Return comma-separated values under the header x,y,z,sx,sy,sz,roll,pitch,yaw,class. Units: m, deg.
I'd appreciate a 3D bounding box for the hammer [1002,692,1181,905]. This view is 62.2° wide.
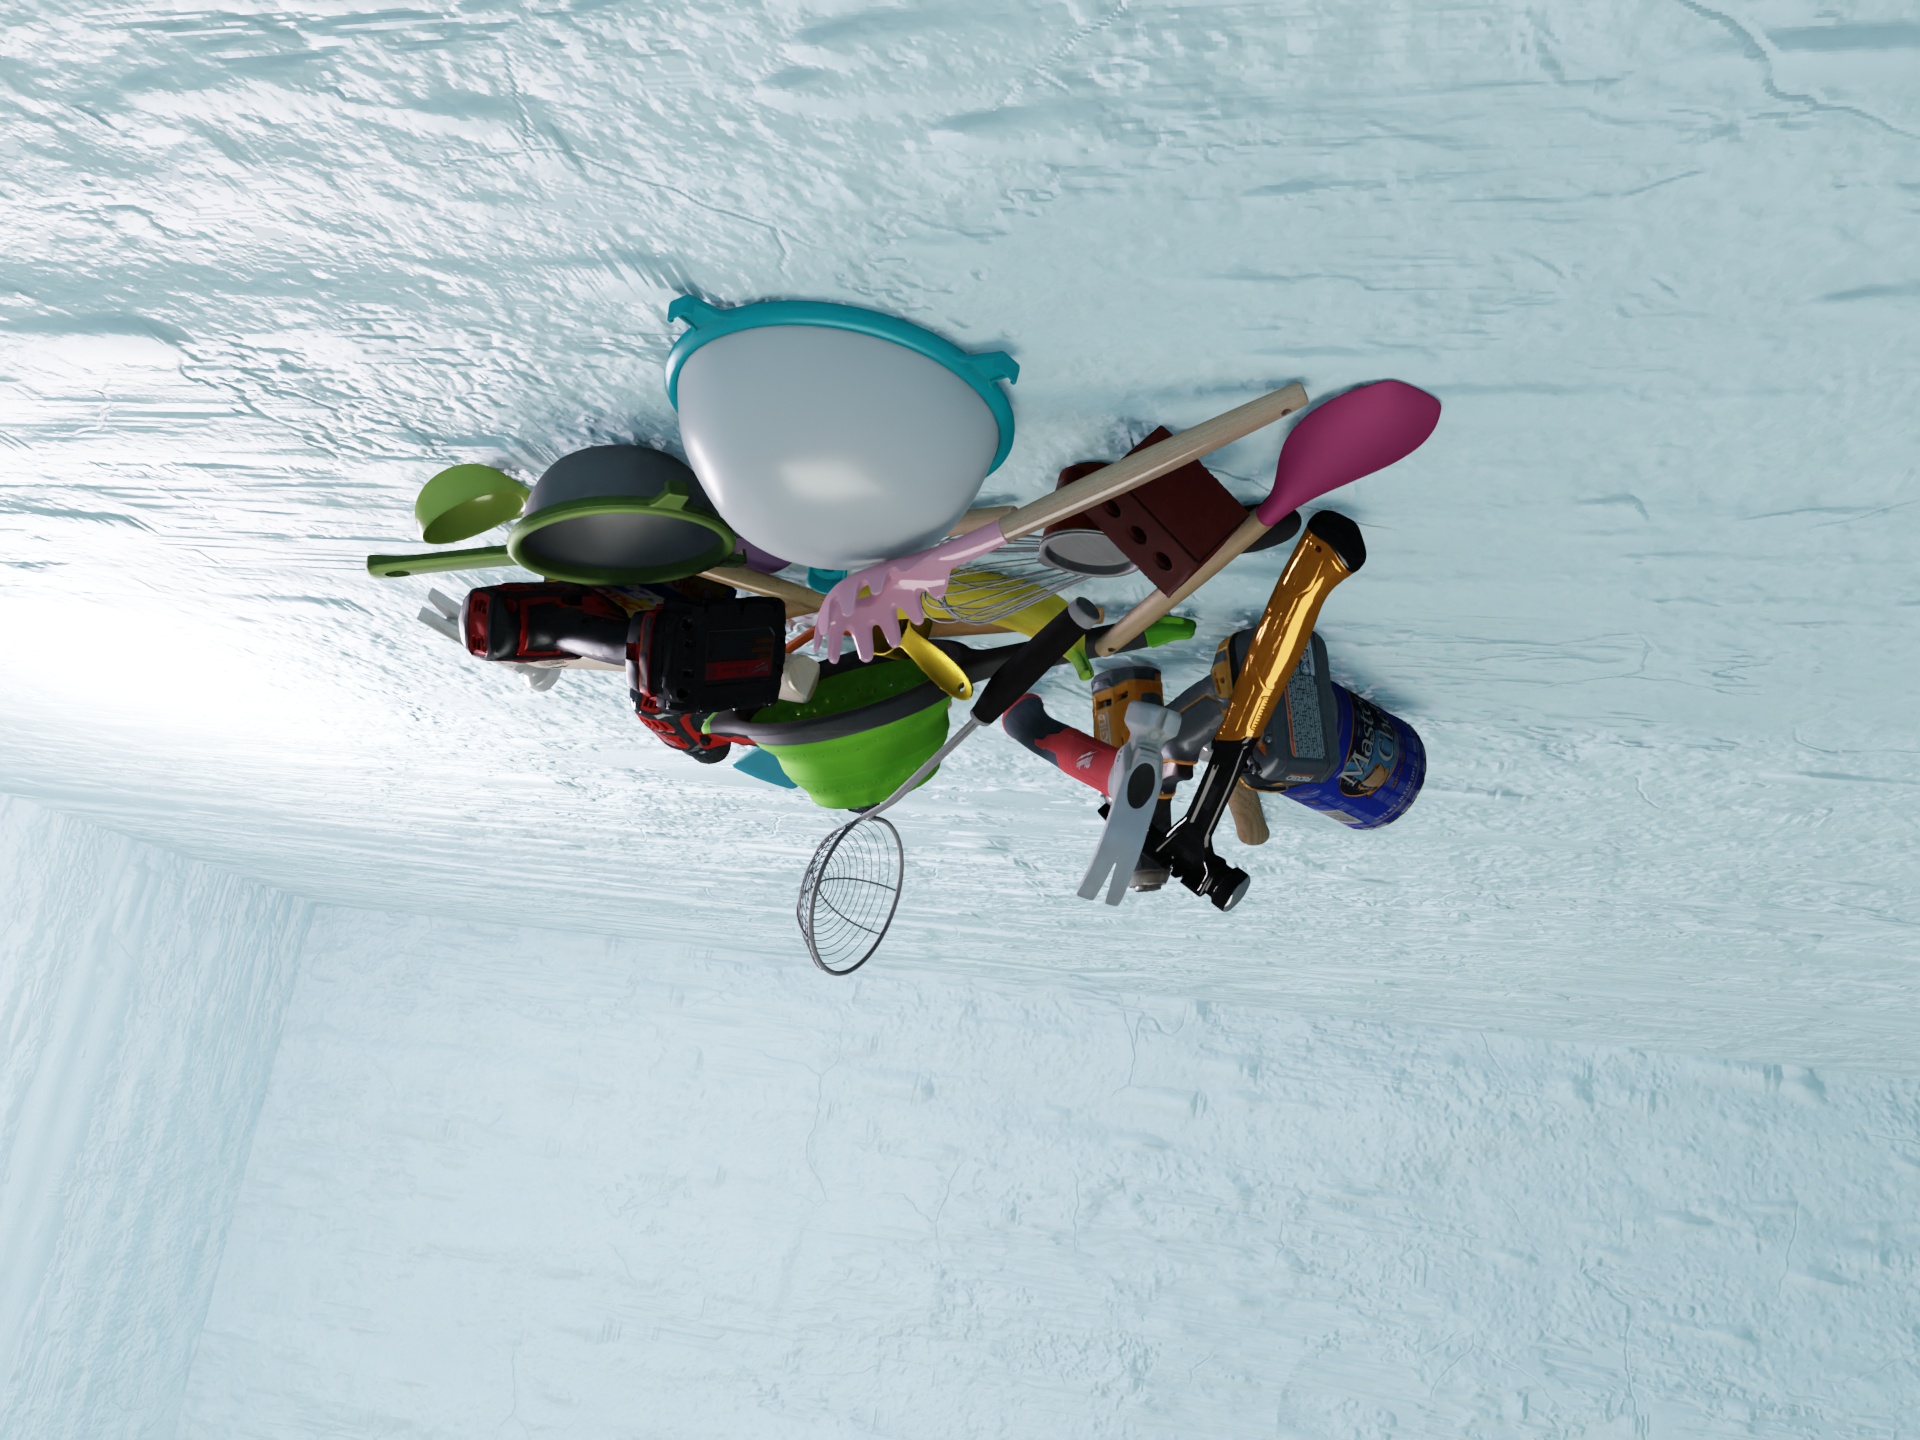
x,y,z,sx,sy,sz,roll,pitch,yaw,class
0.084,0.039,1.273,0.038,0.143,0.386,16,-177,-12,hammer

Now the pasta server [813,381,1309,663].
x,y,z,sx,sy,sz,roll,pitch,yaw,class
0.051,-0.113,0.910,0.316,0.040,0.060,-23,155,18,pasta server

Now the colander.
x,y,z,sx,sy,sz,roll,pitch,yaw,class
-0.002,-0.004,1.261,0.397,0.094,0.204,-11,-164,16,colander

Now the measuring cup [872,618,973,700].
x,y,z,sx,sy,sz,roll,pitch,yaw,class
-0.022,-0.052,1.200,0.029,0.062,0.157,17,-162,-39,measuring cup

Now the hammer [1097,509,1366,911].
x,y,z,sx,sy,sz,roll,pitch,yaw,class
0.195,-0.010,1.110,0.127,0.034,0.336,37,137,21,hammer

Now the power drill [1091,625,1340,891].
x,y,z,sx,sy,sz,roll,pitch,yaw,class
0.190,0.032,1.253,0.084,0.185,0.226,4,165,-34,power drill

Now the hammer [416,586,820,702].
x,y,z,sx,sy,sz,roll,pitch,yaw,class
-0.279,-0.056,1.306,0.411,0.038,0.146,6,160,40,hammer

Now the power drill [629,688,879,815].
x,y,z,sx,sy,sz,roll,pitch,yaw,class
-0.176,0.018,1.452,0.227,0.080,0.187,14,164,12,power drill

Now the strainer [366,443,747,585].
x,y,z,sx,sy,sz,roll,pitch,yaw,class
-0.280,-0.139,1.076,0.256,0.069,0.151,-5,167,8,strainer

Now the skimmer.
x,y,z,sx,sy,sz,roll,pitch,yaw,class
-0.004,0.056,1.180,0.363,0.090,0.127,-45,166,30,skimmer

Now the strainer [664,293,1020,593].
x,y,z,sx,sy,sz,roll,pitch,yaw,class
-0.085,-0.126,0.997,0.211,0.095,0.340,10,159,-3,strainer

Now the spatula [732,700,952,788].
x,y,z,sx,sy,sz,roll,pitch,yaw,class
-0.112,0.018,1.591,0.082,0.044,0.317,24,156,-33,spatula

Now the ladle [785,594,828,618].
x,y,z,sx,sy,sz,roll,pitch,yaw,class
-0.176,-0.086,1.318,0.315,0.031,0.069,-9,159,40,ladle

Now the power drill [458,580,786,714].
x,y,z,sx,sy,sz,roll,pitch,yaw,class
-0.240,-0.062,1.155,0.220,0.078,0.143,11,-170,31,power drill

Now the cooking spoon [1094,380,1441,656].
x,y,z,sx,sy,sz,roll,pitch,yaw,class
0.172,-0.113,0.979,0.068,0.017,0.319,18,149,-22,cooking spoon

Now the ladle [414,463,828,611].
x,y,z,sx,sy,sz,roll,pitch,yaw,class
-0.235,-0.117,1.167,0.320,0.062,0.078,17,157,-19,ladle

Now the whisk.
x,y,z,sx,sy,sz,roll,pitch,yaw,class
0.092,-0.109,1.070,0.284,0.070,0.070,-7,157,30,whisk

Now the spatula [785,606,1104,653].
x,y,z,sx,sy,sz,roll,pitch,yaw,class
-0.037,-0.066,1.282,0.322,0.041,0.081,-3,-158,23,spatula

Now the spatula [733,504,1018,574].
x,y,z,sx,sy,sz,roll,pitch,yaw,class
-0.088,-0.129,1.148,0.316,0.018,0.059,-4,156,38,spatula

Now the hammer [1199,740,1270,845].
x,y,z,sx,sy,sz,roll,pitch,yaw,class
0.284,0.073,1.596,0.130,0.031,0.331,4,163,17,hammer
